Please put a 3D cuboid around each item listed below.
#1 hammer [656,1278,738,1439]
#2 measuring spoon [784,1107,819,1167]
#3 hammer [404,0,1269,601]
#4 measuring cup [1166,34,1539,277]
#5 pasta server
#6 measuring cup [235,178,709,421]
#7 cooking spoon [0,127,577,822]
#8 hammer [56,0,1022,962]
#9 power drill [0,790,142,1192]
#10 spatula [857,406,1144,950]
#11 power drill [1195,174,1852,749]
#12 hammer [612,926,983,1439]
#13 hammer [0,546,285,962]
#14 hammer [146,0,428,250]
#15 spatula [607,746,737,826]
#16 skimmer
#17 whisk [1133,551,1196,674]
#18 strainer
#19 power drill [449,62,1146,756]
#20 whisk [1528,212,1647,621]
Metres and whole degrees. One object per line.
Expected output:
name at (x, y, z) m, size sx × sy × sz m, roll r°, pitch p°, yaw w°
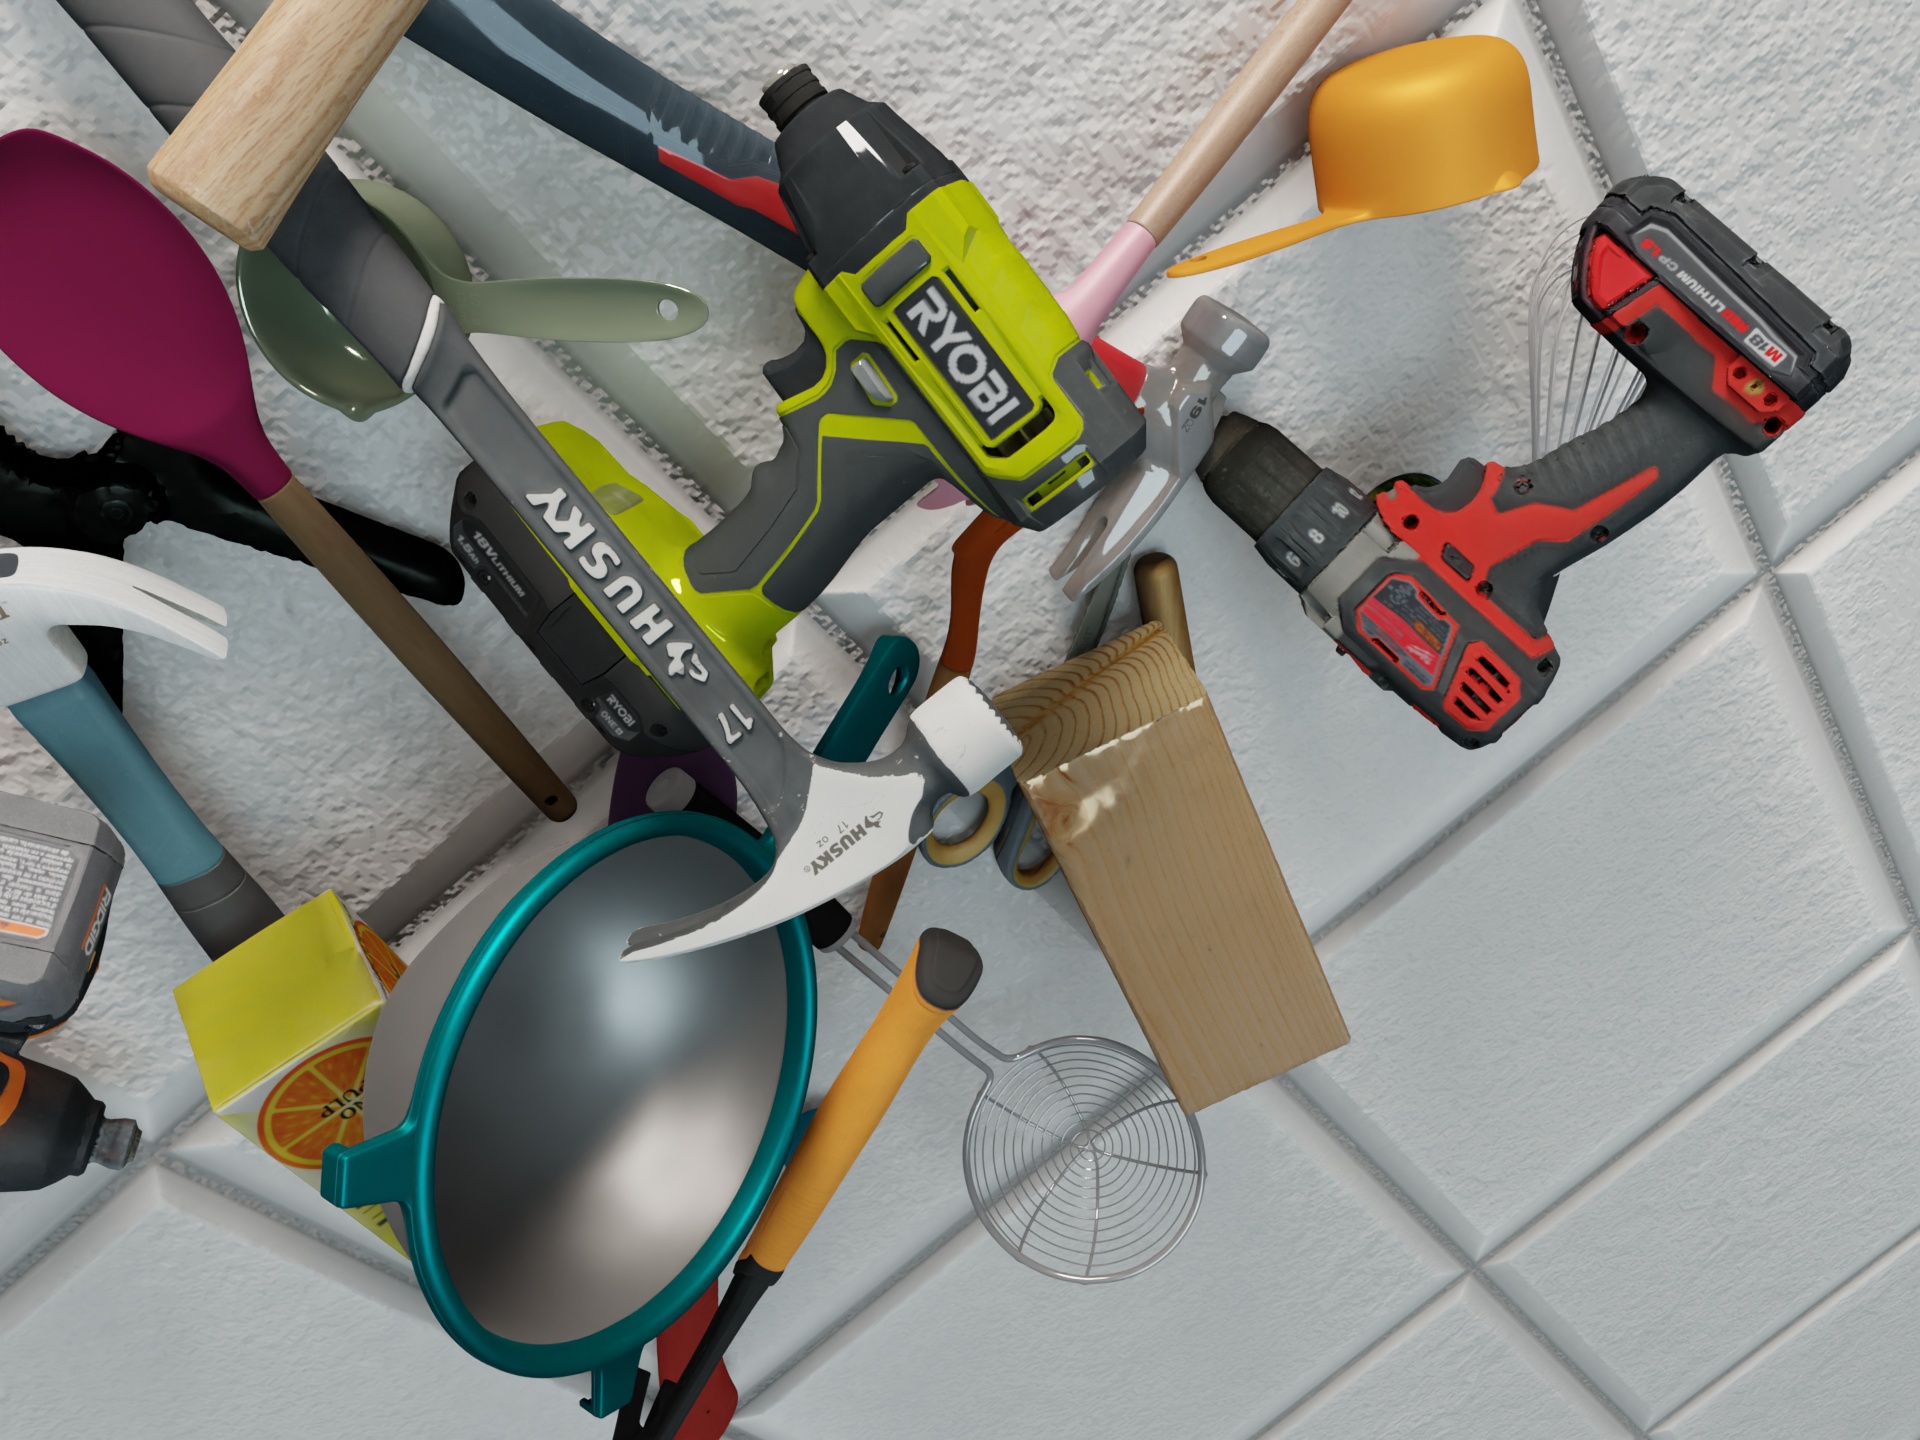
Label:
hammer at (-0.153, 0.272, 0.837) m, size 0.149 × 0.037 × 0.358 m, roll -18°, pitch 129°, yaw -32°
measuring spoon at (-0.098, 0.259, 0.876) m, size 0.021 × 0.042 × 0.128 m, roll 27°, pitch 121°, yaw 6°
hammer at (-0.057, -0.174, 0.611) m, size 0.386 × 0.038 × 0.143 m, roll 22°, pitch 112°, yaw -32°
measuring cup at (0.148, -0.222, 0.621) m, size 0.173 × 0.095 × 0.052 m, roll -26°, pitch 119°, yaw -20°
pasta server at (0.082, -0.209, 0.616) m, size 0.060 × 0.040 × 0.316 m, roll 41°, pitch 84°, yaw -31°
measuring cup at (-0.162, -0.145, 0.544) m, size 0.167 × 0.038 × 0.083 m, roll 4°, pitch 117°, yaw 9°
cooking spoon at (-0.233, -0.066, 0.580) m, size 0.069 × 0.017 × 0.318 m, roll -38°, pitch 129°, yaw -8°
hammer at (-0.161, -0.100, 0.507) m, size 0.149 × 0.036 × 0.409 m, roll -39°, pitch 99°, yaw 2°
power drill at (-0.381, 0.112, 0.591) m, size 0.164 × 0.084 × 0.226 m, roll 19°, pitch 136°, yaw -24°
spatula at (-0.001, -0.002, 0.709) m, size 0.081 × 0.041 × 0.322 m, roll -32°, pitch 149°, yaw -45°
power drill at (0.229, -0.122, 0.683) m, size 0.188 × 0.080 × 0.226 m, roll 43°, pitch 110°, yaw 5°
hammer at (-0.084, 0.238, 0.754) m, size 0.034 × 0.127 × 0.337 m, roll 28°, pitch 103°, yaw -9°
hammer at (-0.304, 0.067, 0.640) m, size 0.128 × 0.033 × 0.330 m, roll -22°, pitch 133°, yaw -7°
hammer at (-0.125, -0.280, 0.465) m, size 0.130 × 0.031 × 0.331 m, roll 35°, pitch 86°, yaw -35°
spatula at (-0.156, 0.140, 0.780) m, size 0.059 × 0.018 × 0.315 m, roll 1°, pitch 119°, yaw -24°
skimmer at (-0.014, 0.151, 0.771) m, size 0.127 × 0.090 × 0.363 m, roll -42°, pitch 122°, yaw 3°
whisk at (0.113, 0.026, 0.806) m, size 0.051 × 0.047 × 0.244 m, roll -25°, pitch 122°, yaw -17°
strainer at (-0.127, 0.086, 0.650) m, size 0.340 × 0.095 × 0.210 m, roll -60°, pitch 143°, yaw -32°
power drill at (-0.069, -0.102, 0.569) m, size 0.223 × 0.080 × 0.171 m, roll -35°, pitch 98°, yaw 24°
whisk at (0.296, -0.110, 0.785) m, size 0.070 × 0.070 × 0.284 m, roll -11°, pitch 128°, yaw -15°
